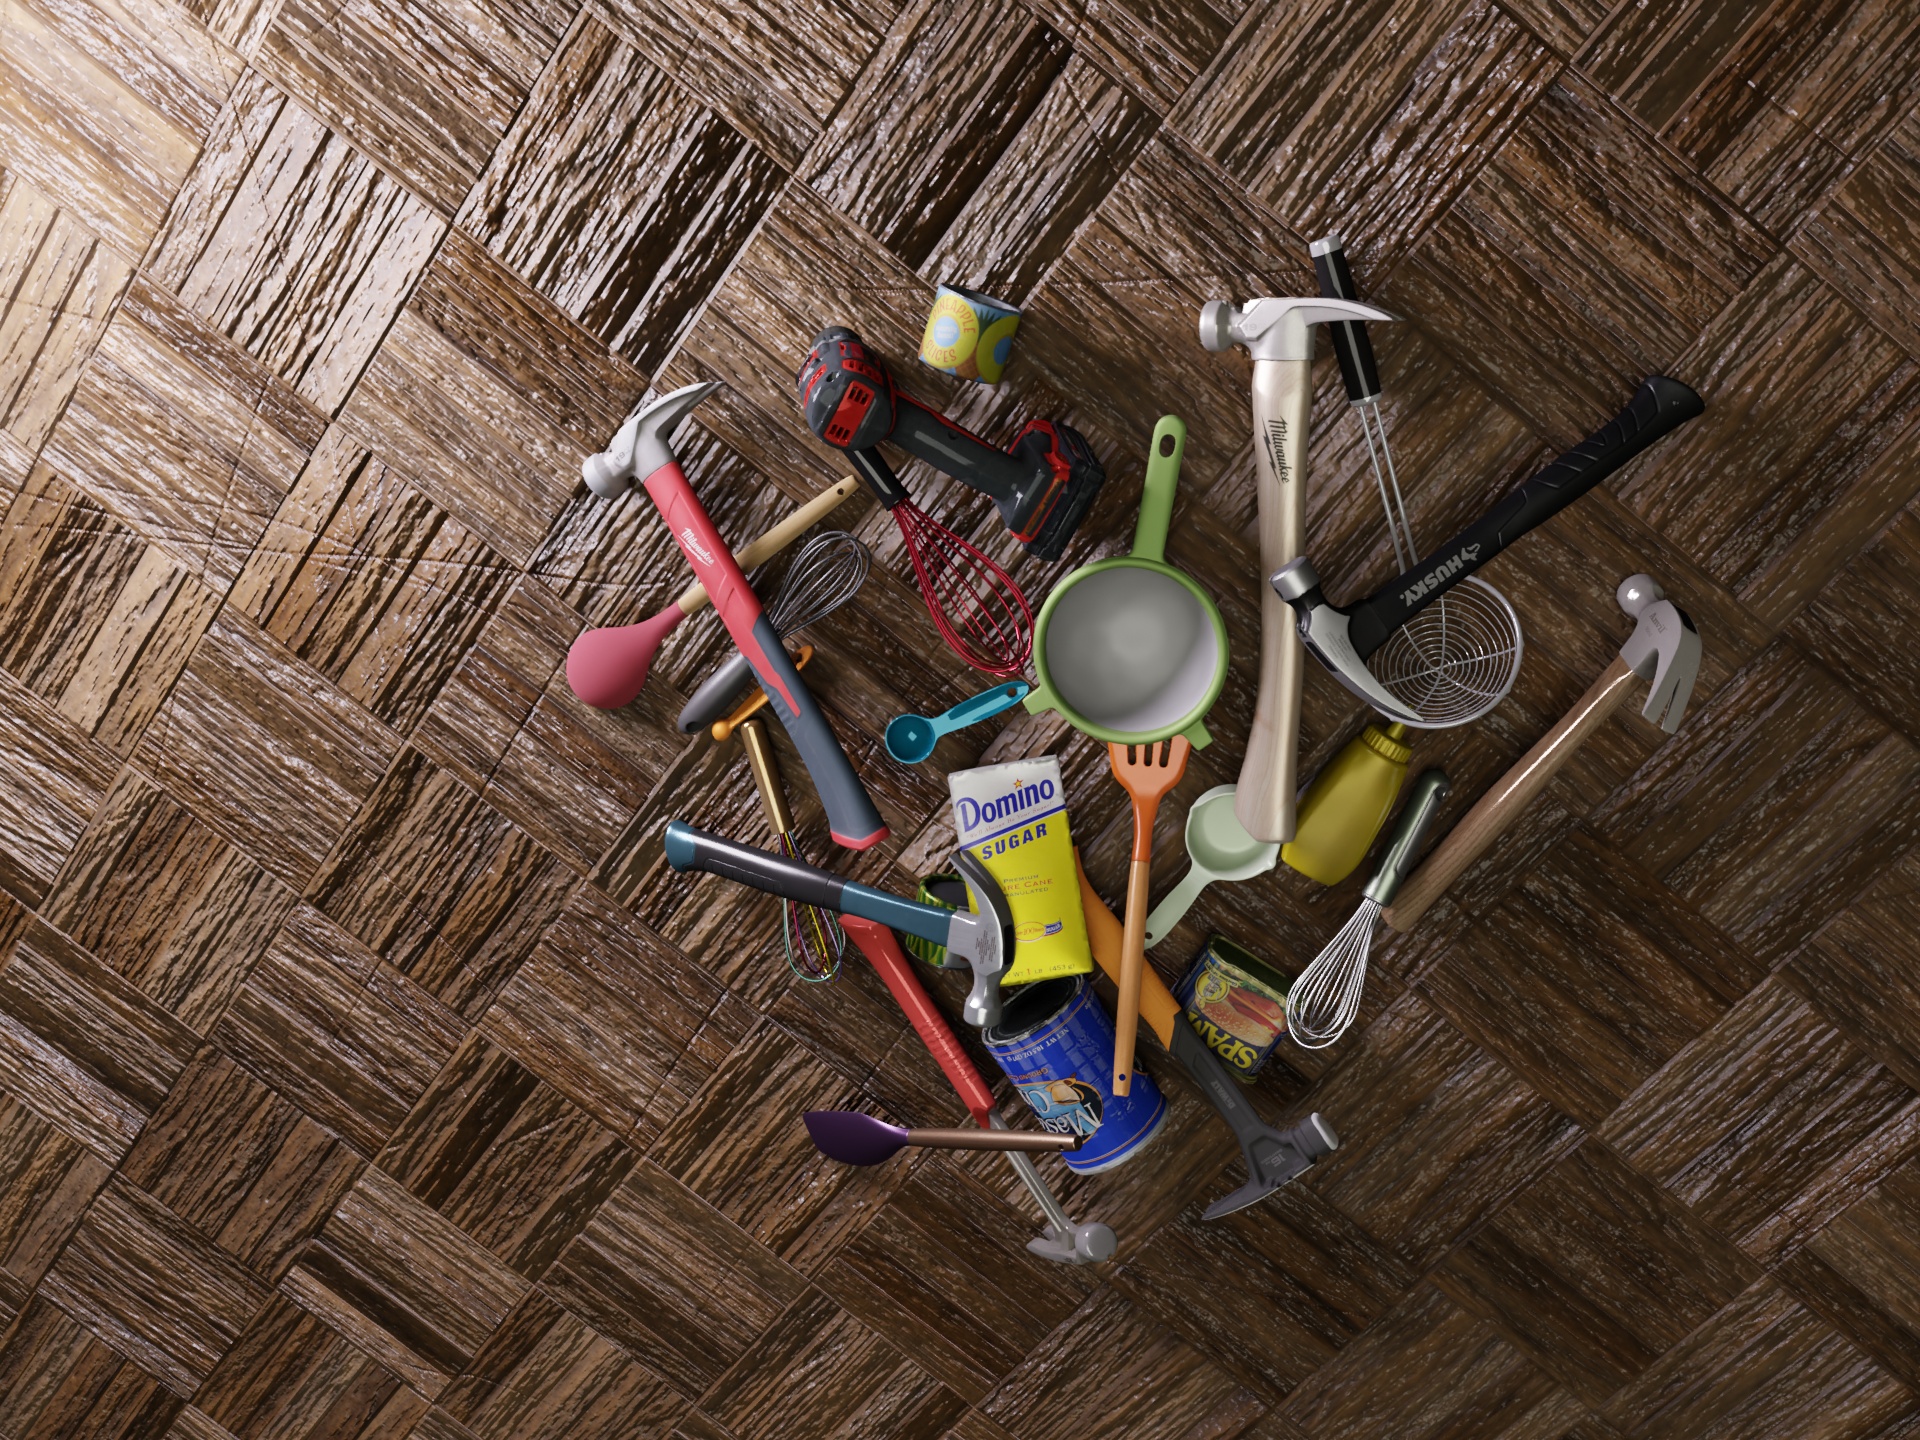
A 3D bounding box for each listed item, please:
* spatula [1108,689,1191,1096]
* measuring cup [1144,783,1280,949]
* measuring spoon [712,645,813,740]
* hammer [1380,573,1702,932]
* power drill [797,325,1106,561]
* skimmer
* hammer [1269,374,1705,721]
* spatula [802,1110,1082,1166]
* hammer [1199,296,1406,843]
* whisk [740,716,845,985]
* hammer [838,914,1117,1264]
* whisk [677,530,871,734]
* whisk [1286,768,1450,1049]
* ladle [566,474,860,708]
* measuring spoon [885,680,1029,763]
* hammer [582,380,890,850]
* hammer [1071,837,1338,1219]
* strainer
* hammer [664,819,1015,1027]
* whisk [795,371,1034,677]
[{"bbox_3d":[0.142,0.136,1.276,0.081,0.041,0.323,4,78,8],"label":"spatula"},{"bbox_3d":[0.197,0.122,1.312,0.083,0.038,0.167,35,111,-3],"label":"measuring cup"},{"bbox_3d":[-0.167,-0.025,1.329,0.117,0.021,0.011,-41,138,13],"label":"measuring spoon"},{"bbox_3d":[0.436,0.045,1.219,0.031,0.130,0.331,27,119,-16],"label":"hammer"},{"bbox_3d":[-0.017,-0.220,1.187,0.226,0.188,0.080,23,112,-18],"label":"power drill"},{"bbox_3d":[0.316,-0.174,1.170,0.127,0.090,0.363,-15,104,16],"label":"skimmer"},{"bbox_3d":[0.394,-0.137,1.141,0.335,0.035,0.146,-36,96,-3],"label":"hammer"},{"bbox_3d":[-0.022,0.360,1.362,0.316,0.018,0.059,-12,106,42],"label":"spatula"},{"bbox_3d":[0.250,-0.105,1.191,0.146,0.038,0.410,8,107,33],"label":"hammer"},{"bbox_3d":[-0.147,0.115,1.366,0.051,0.047,0.245,-13,100,15],"label":"whisk"},{"bbox_3d":[0.004,0.314,1.382,0.037,0.149,0.359,-33,90,-24],"label":"hammer"},{"bbox_3d":[-0.159,-0.068,1.306,0.055,0.055,0.239,43,113,-6],"label":"whisk"},{"bbox_3d":[0.328,0.150,1.268,0.057,0.059,0.246,25,93,-39],"label":"whisk"},{"bbox_3d":[-0.208,-0.107,1.313,0.315,0.031,0.069,-34,99,16],"label":"ladle"},{"bbox_3d":[-0.002,-0.004,1.319,0.128,0.021,0.042,-24,101,6],"label":"measuring spoon"},{"bbox_3d":[-0.152,-0.076,1.257,0.143,0.038,0.386,-31,89,27],"label":"hammer"},{"bbox_3d":[0.157,0.240,1.302,0.127,0.034,0.337,-39,79,18],"label":"hammer"},{"bbox_3d":[0.143,-0.110,1.230,0.151,0.069,0.256,12,108,9],"label":"strainer"},{"bbox_3d":[-0.105,0.142,1.302,0.331,0.033,0.128,14,100,26],"label":"hammer"},{"bbox_3d":[-0.037,-0.156,1.250,0.073,0.073,0.296,-36,92,18],"label":"whisk"}]
